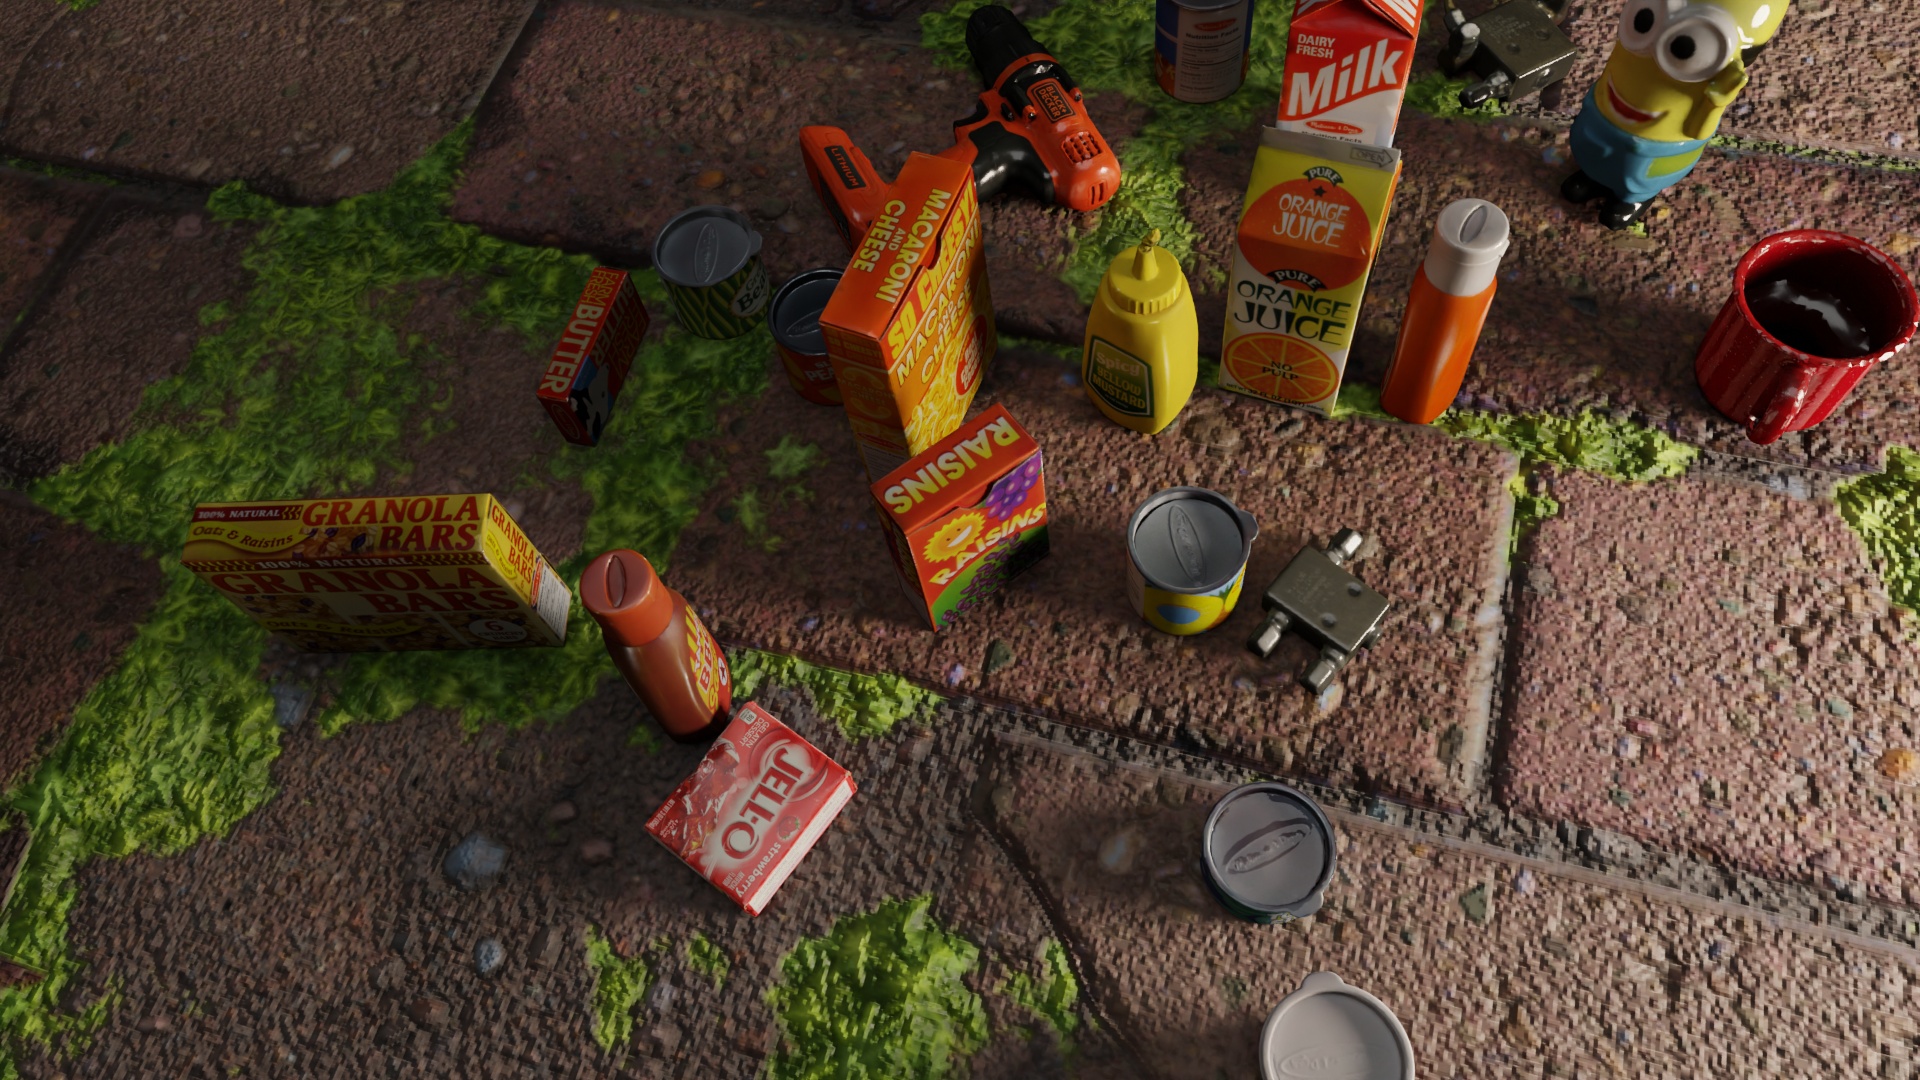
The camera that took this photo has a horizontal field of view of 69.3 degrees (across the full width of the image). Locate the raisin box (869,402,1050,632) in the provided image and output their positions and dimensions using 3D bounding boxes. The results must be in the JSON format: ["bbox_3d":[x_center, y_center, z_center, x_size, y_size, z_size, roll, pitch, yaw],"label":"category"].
[{"bbox_3d":[0.003,-0.009,0.757,0.086,0.123,0.040,-33,64,-11],"label":"raisin box"}]

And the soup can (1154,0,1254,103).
[{"bbox_3d":[0.165,-0.353,0.945,0.071,0.083,0.071,-3,62,5],"label":"soup can"}]

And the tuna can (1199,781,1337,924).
[{"bbox_3d":[0.156,0.160,0.701,0.071,0.032,0.071,-3,62,5],"label":"tuna can"}]

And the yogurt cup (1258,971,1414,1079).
[{"bbox_3d":[0.171,0.244,0.643,0.072,0.053,0.073,-3,62,5],"label":"yogurt cup"}]

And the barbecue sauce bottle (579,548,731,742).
[{"bbox_3d":[-0.158,0.053,0.726,0.044,0.148,0.065,-11,62,1],"label":"barbecue sauce bottle"}]

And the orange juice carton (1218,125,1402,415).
[{"bbox_3d":[0.194,-0.157,0.775,0.072,0.192,0.073,17,65,14],"label":"orange juice carton"}]

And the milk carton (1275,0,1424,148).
[{"bbox_3d":[0.236,-0.292,0.844,0.073,0.189,0.072,12,64,12],"label":"milk carton"}]

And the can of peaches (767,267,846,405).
[{"bbox_3d":[-0.081,-0.124,0.864,0.071,0.057,0.071,-3,62,5],"label":"can of peaches"}]

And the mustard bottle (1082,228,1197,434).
[{"bbox_3d":[0.102,-0.122,0.785,0.065,0.159,0.049,30,69,20],"label":"mustard bottle"}]

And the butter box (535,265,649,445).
[{"bbox_3d":[-0.231,-0.117,0.879,0.024,0.053,0.104,10,64,11],"label":"butter box"}]

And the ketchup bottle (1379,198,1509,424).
[{"bbox_3d":[0.271,-0.128,0.777,0.043,0.148,0.065,26,68,18],"label":"ketchup bottle"}]

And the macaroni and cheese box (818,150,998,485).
[{"bbox_3d":[-0.023,-0.117,0.793,0.040,0.165,0.124,18,66,15],"label":"macaroni and cheese box"}]

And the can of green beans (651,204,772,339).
[{"bbox_3d":[-0.160,-0.173,0.898,0.071,0.057,0.071,-3,62,5],"label":"can of green beans"}]

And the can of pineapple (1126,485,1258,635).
[{"bbox_3d":[0.127,0.012,0.769,0.071,0.057,0.071,-3,62,5],"label":"can of pineapple"}]

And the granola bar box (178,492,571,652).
[{"bbox_3d":[-0.319,0.020,0.775,0.165,0.123,0.039,-2,62,5],"label":"granola bar box"}]
